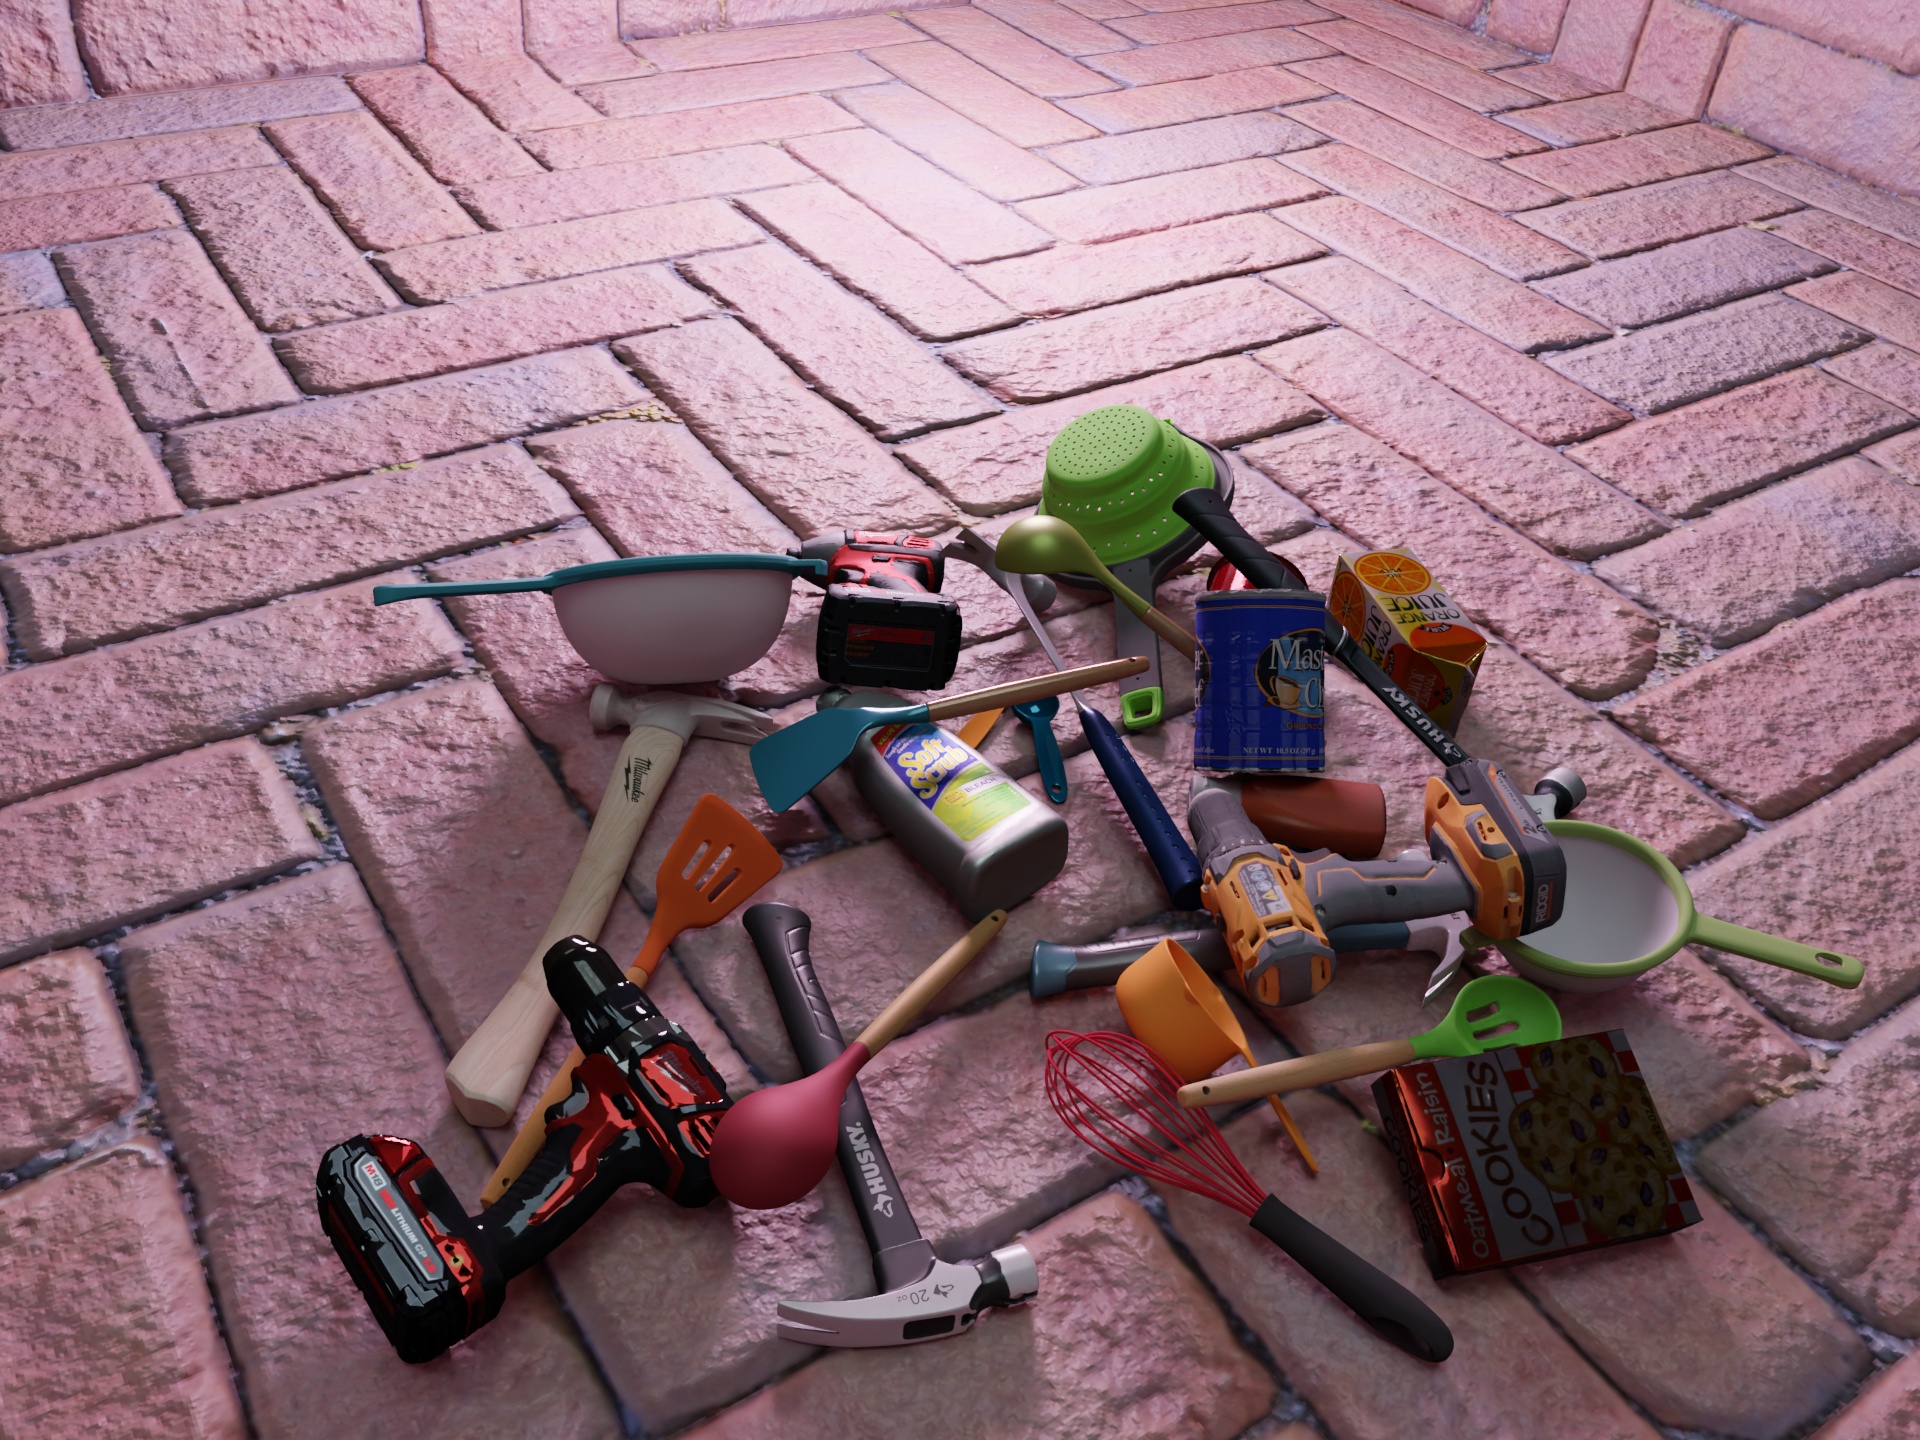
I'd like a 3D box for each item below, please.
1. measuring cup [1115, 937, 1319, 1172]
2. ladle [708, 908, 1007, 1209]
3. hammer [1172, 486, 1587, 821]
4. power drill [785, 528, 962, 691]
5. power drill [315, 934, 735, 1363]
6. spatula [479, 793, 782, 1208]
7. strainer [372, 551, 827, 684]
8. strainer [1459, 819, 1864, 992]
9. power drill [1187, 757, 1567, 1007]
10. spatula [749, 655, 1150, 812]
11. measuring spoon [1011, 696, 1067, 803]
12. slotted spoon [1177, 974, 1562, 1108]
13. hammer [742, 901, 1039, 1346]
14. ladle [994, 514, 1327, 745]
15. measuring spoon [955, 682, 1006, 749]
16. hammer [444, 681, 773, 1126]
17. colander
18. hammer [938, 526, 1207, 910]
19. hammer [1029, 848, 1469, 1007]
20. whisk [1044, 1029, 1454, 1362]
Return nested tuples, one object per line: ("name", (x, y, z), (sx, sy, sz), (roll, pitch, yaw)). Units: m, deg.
("measuring cup", (0.162, 0.226, 1.025), (0.052, 0.095, 0.174), (-36, 71, 11))
("ladle", (-0.048, 0.198, 1.007), (0.069, 0.031, 0.315), (32, 35, 16))
("hammer", (0.321, -0.048, 1.310), (0.149, 0.036, 0.409), (-29, 67, -32))
("power drill", (-0.076, -0.106, 1.362), (0.143, 0.078, 0.220), (5, 24, -10))
("power drill", (-0.252, 0.236, 0.923), (0.226, 0.080, 0.188), (-26, 64, -36))
("spatula", (-0.218, 0.181, 1.043), (0.081, 0.041, 0.323), (47, 42, -17))
("strainer", (-0.283, -0.071, 1.255), (0.340, 0.095, 0.211), (-6, 0, -32))
("strainer", (0.486, 0.157, 1.119), (0.256, 0.069, 0.151), (15, 44, 23))
("power drill", (0.278, 0.096, 1.111), (0.226, 0.084, 0.186), (-14, 39, -3))
("spatula", (-0.002, -0.004, 1.212), (0.317, 0.044, 0.082), (-13, 39, -16))
("measuring spoon", (0.067, 0.022, 1.299), (0.042, 0.021, 0.129), (1, 48, -14))
("slotted spoon", (0.268, 0.215, 1.026), (0.313, 0.031, 0.070), (-4, 59, -29))
("hammer", (-0.082, 0.237, 0.998), (0.146, 0.035, 0.335), (-10, 41, -19))
("ladle", (0.167, -0.064, 1.320), (0.320, 0.062, 0.078), (37, 24, -3))
("measuring spoon", (0.018, 0.005, 1.318), (0.021, 0.011, 0.117), (22, 45, 20))
("hammer", (-0.250, 0.115, 1.130), (0.146, 0.038, 0.411), (10, 40, 3))
("colander", (0.143, -0.165, 1.428), (0.204, 0.094, 0.398), (-15, 46, 18))
("hammer", (0.097, -0.011, 1.285), (0.144, 0.035, 0.406), (29, 25, -44))
("hammer", (0.206, 0.159, 1.129), (0.331, 0.033, 0.128), (-5, 39, -12))
("whisk", (0.164, 0.281, 0.956), (0.296, 0.073, 0.073), (35, 47, 24))
